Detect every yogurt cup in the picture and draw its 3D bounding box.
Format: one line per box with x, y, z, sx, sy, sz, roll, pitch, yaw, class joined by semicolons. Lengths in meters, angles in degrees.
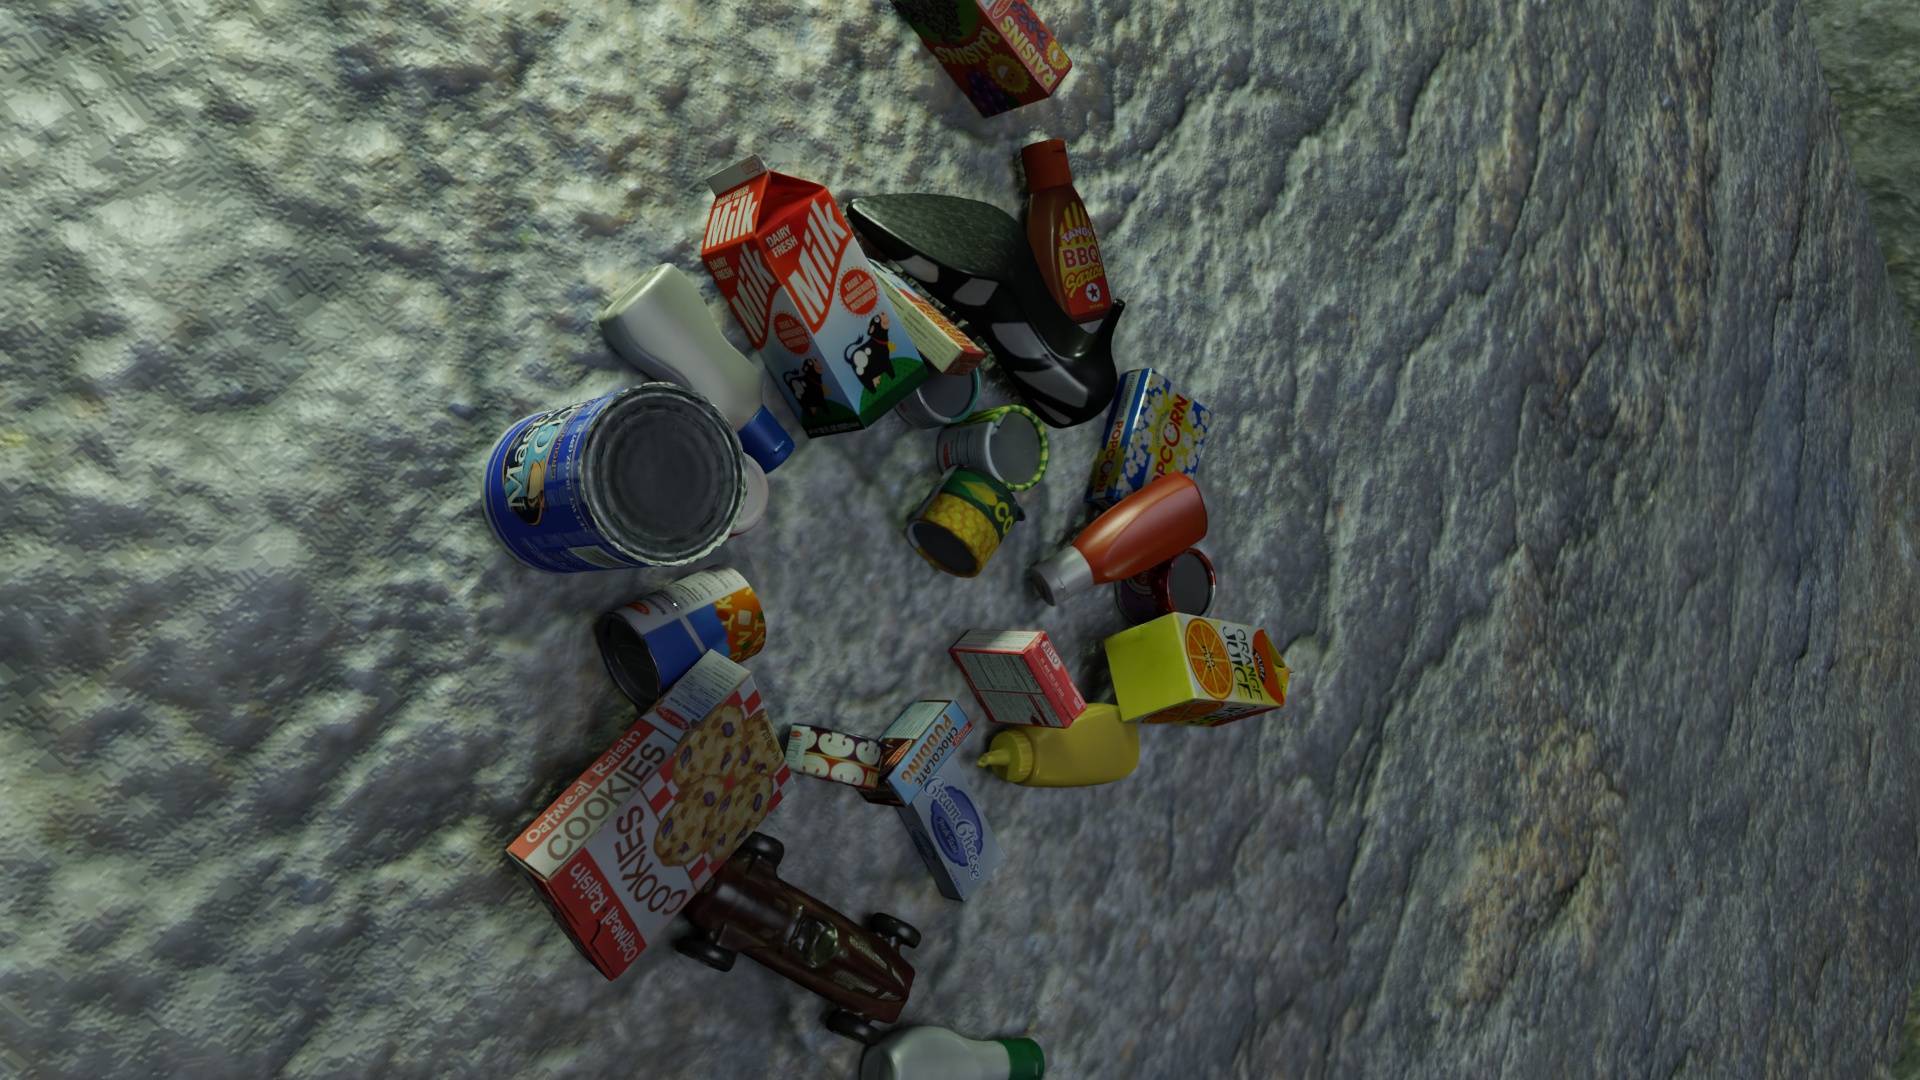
-0.161;-0.030;0.905;0.072;0.054;0.072;4;83;-39;yogurt cup

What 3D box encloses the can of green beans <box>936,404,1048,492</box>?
0.025;-0.068;1.060;0.071;0.057;0.071;3;85;-40;can of green beans

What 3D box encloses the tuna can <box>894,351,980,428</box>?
-0.018;-0.120;1.045;0.071;0.033;0.071;3;85;-39;tuna can

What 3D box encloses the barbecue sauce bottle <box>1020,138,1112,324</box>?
0.081;-0.249;1.131;0.065;0.043;0.148;-18;98;-41;barbecue sauce bottle

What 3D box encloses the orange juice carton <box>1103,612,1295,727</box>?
0.208;0.113;1.167;0.193;0.071;0.073;12;60;-50;orange juice carton

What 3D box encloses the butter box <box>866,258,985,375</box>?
-0.032;-0.159;0.995;0.103;0.024;0.053;44;16;10;butter box

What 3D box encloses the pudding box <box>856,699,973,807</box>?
-0.036;0.152;0.998;0.084;0.049;0.030;-46;114;-33;pudding box

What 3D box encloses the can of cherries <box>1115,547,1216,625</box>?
0.173;0.038;1.176;0.071;0.058;0.071;3;85;-40;can of cherries

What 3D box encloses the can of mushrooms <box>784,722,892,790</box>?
-0.084;0.148;0.946;0.071;0.071;0.033;22;74;-37;can of mushrooms

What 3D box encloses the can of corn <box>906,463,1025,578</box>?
0.004;-0.013;1.031;0.071;0.071;0.058;50;59;-26;can of corn

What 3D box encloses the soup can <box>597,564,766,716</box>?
-0.175;0.062;0.879;0.084;0.071;0.071;-27;104;-38;soup can

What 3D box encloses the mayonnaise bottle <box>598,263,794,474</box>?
-0.168;-0.107;0.914;0.147;0.041;0.065;52;58;-26;mayonnaise bottle

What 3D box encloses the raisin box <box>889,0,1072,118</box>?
0.016;-0.388;1.058;0.123;0.086;0.040;45;67;-28;raisin box

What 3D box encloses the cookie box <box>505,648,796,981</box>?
-0.180;0.167;0.842;0.168;0.040;0.122;-46;146;-29;cookie box

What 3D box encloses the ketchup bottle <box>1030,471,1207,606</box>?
0.128;0.003;1.120;0.149;0.043;0.064;-29;126;-15;ketchup bottle

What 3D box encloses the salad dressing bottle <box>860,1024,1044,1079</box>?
-0.002;0.386;1.014;0.148;0.044;0.064;14;76;-40;salad dressing bottle

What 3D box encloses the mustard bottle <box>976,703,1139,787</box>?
0.071;0.163;1.087;0.160;0.048;0.065;1;82;-39;mustard bottle

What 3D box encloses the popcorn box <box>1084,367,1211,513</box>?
0.162;-0.073;1.188;0.085;0.038;0.127;31;68;-35;popcorn box

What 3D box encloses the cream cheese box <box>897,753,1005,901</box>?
-0.010;0.210;1.032;0.053;0.024;0.103;-39;111;-36;cream cheese box

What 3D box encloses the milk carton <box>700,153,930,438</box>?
-0.107;-0.170;0.948;0.074;0.072;0.190;-43;113;-33;milk carton
